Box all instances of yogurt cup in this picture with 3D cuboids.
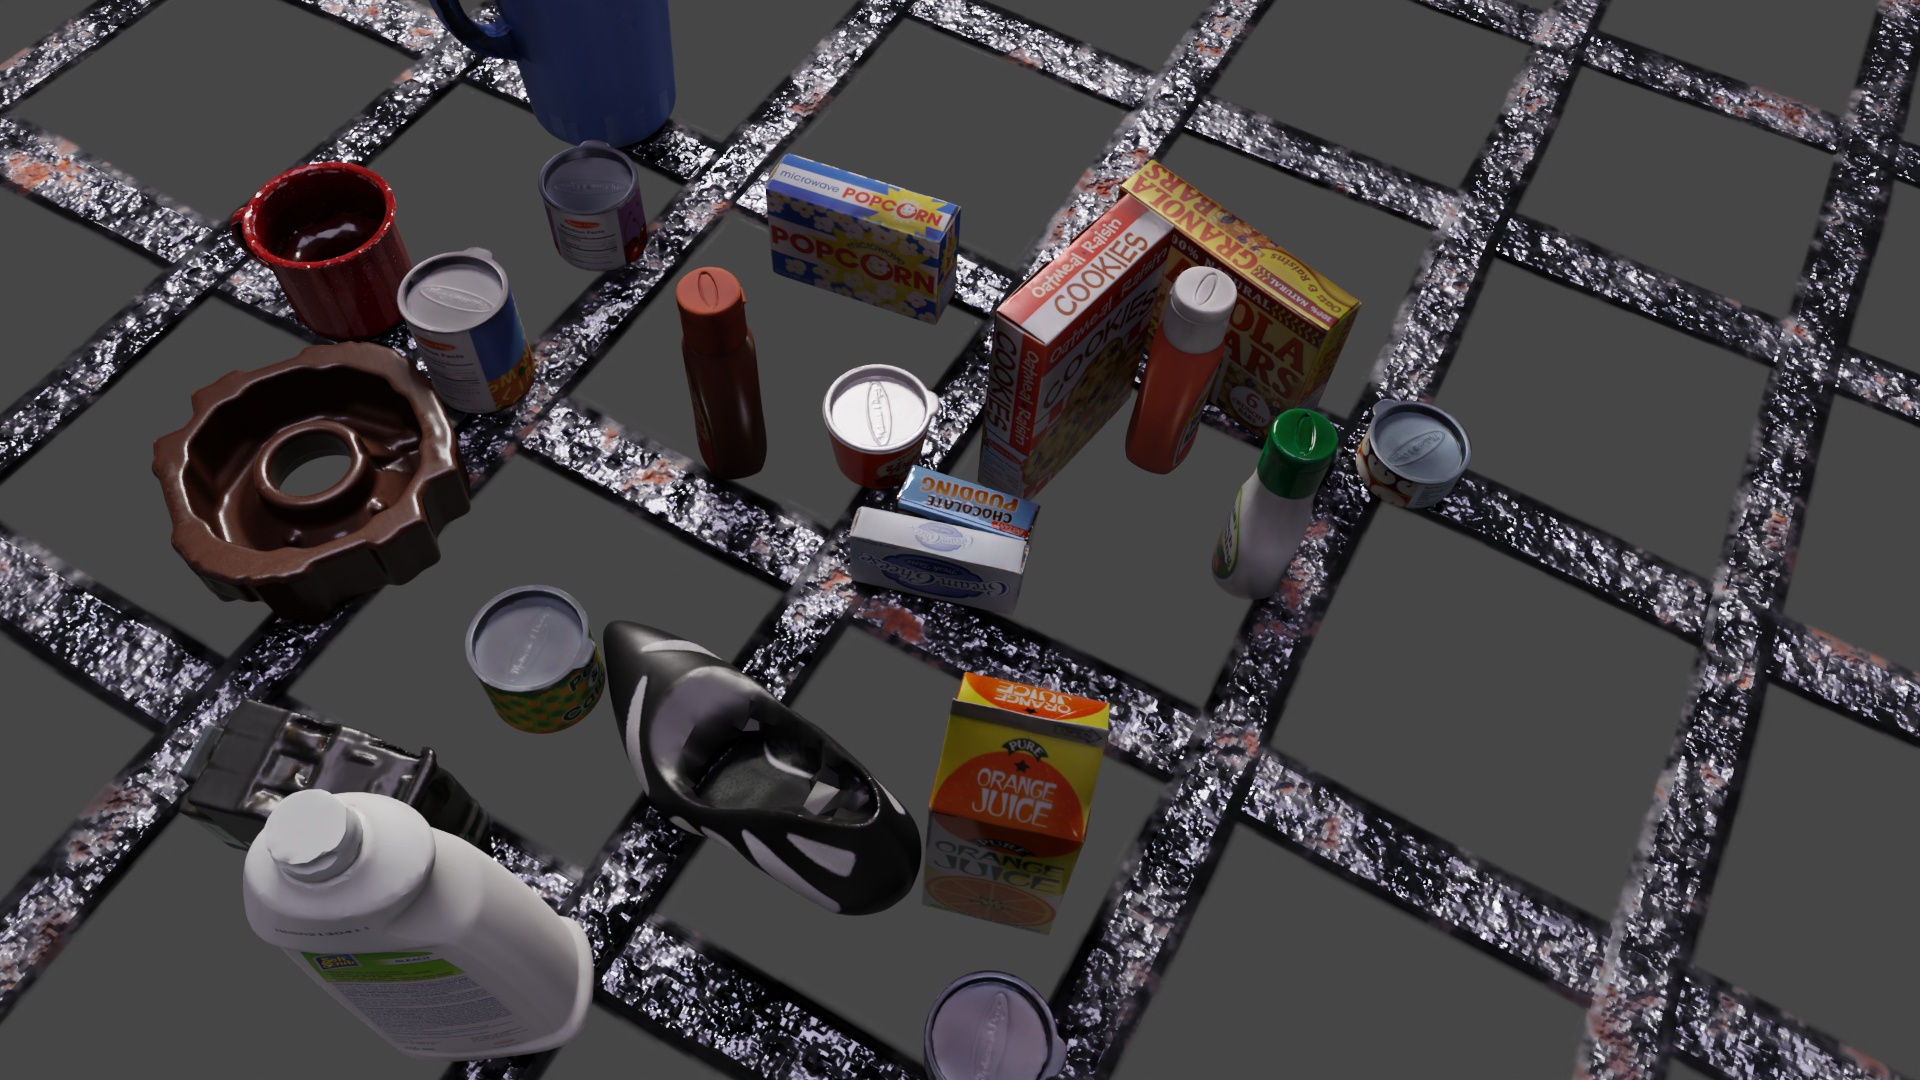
[{"bbox_3d":[-0.052,-0.069,0.877,0.072,0.053,0.073,2,58,-3],"label":"yogurt cup"}]

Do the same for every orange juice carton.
[{"bbox_3d":[0.025,0.125,0.679,0.072,0.191,0.073,12,59,4],"label":"orange juice carton"}]

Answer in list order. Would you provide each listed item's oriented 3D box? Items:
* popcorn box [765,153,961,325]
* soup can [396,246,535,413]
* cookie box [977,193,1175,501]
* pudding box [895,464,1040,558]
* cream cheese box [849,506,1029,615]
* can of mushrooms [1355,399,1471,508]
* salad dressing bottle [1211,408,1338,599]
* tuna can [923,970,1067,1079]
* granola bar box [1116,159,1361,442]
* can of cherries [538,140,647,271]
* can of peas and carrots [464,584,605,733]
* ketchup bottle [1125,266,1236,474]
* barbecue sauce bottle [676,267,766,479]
[{"bbox_3d":[-0.067,-0.204,0.942,0.127,0.084,0.038,19,59,8],"label":"popcorn box"},{"bbox_3d":[-0.310,-0.133,0.883,0.071,0.083,0.071,2,58,-3],"label":"soup can"},{"bbox_3d":[0.066,-0.111,0.844,0.040,0.166,0.123,36,63,17],"label":"cookie box"},{"bbox_3d":[0.003,-0.011,0.847,0.084,0.049,0.030,17,59,7],"label":"pudding box"},{"bbox_3d":[-0.013,0.013,0.829,0.104,0.053,0.024,12,58,4],"label":"cream cheese box"},{"bbox_3d":[0.292,-0.057,0.904,0.071,0.033,0.071,2,58,-3],"label":"can of mushrooms"},{"bbox_3d":[0.181,-0.019,0.806,0.044,0.147,0.064,11,58,3],"label":"salad dressing bottle"},{"bbox_3d":[0.017,0.253,0.693,0.071,0.032,0.071,2,58,-3],"label":"tuna can"},{"bbox_3d":[0.166,-0.150,0.900,0.166,0.123,0.039,41,64,20],"label":"granola bar box"},{"bbox_3d":[-0.252,-0.232,0.963,0.071,0.058,0.072,2,58,-3],"label":"can of cherries"},{"bbox_3d":[-0.234,0.068,0.777,0.071,0.058,0.071,2,58,-3],"label":"can of peas and carrots"},{"bbox_3d":[0.136,-0.106,0.856,0.043,0.148,0.065,23,60,10],"label":"ketchup bottle"},{"bbox_3d":[-0.144,-0.101,0.836,0.044,0.147,0.065,-12,60,-11],"label":"barbecue sauce bottle"}]
